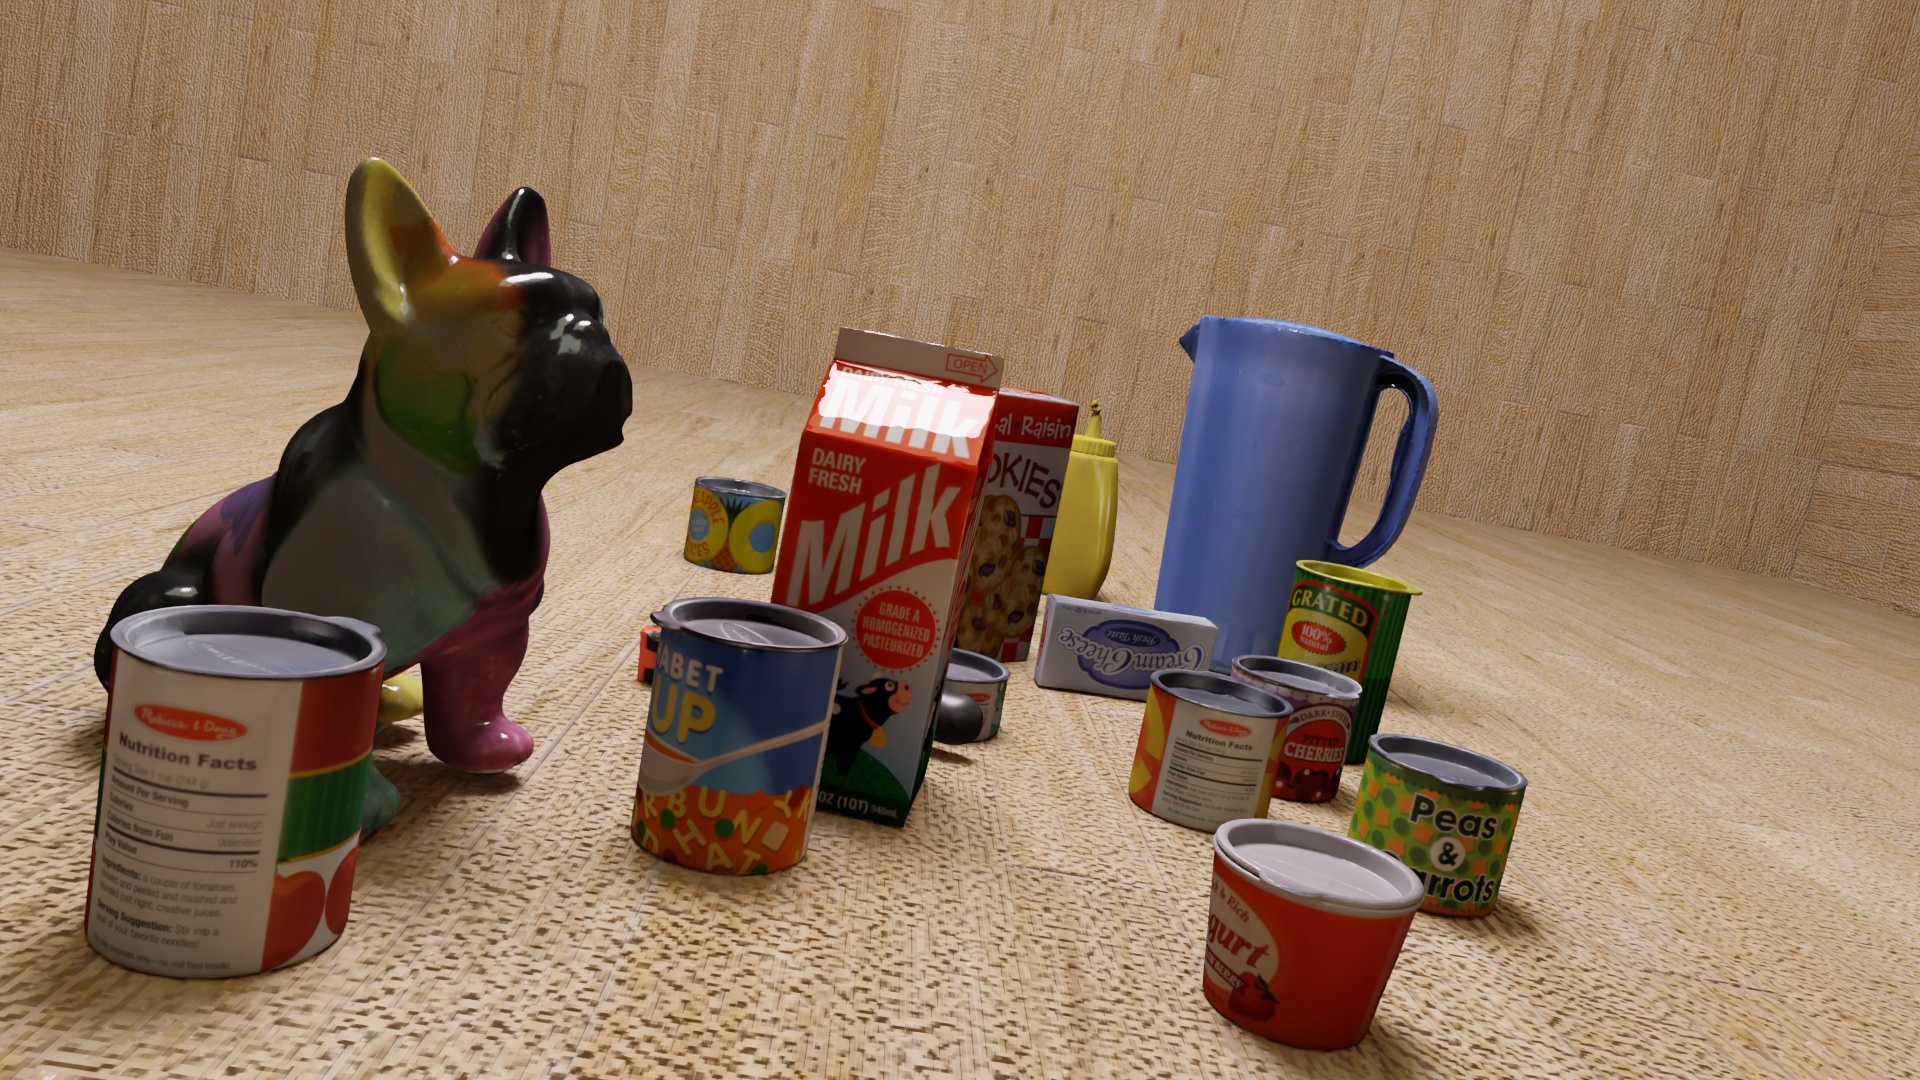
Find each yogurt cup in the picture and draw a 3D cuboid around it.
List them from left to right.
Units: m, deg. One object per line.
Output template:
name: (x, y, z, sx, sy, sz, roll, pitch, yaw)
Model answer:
yogurt cup: (0.112, 0.128, 0.455, 0.072, 0.054, 0.072, 11, 9, -1)

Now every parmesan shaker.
parmesan shaker: (0.217, 0.070, 0.794, 0.071, 0.103, 0.071, 11, 8, -2)

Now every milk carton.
milk carton: (-0.034, 0.011, 0.575, 0.072, 0.190, 0.073, 11, 8, 4)

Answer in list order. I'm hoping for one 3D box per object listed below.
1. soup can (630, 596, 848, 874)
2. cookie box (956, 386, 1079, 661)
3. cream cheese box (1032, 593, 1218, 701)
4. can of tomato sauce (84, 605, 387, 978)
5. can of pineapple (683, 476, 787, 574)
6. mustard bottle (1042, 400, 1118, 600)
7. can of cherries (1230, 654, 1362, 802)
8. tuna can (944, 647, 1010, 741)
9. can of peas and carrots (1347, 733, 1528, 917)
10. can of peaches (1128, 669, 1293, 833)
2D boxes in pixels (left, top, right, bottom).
soup can: (-0.083, 0.069, 0.501, 0.071, 0.083, 0.071, 11, 8, -2)
cookie box: (0.003, -0.010, 0.833, 0.040, 0.167, 0.123, 18, 11, 43)
cream cheese box: (0.098, 0.067, 0.831, 0.104, 0.053, 0.024, 9, 8, -11)
can of tomato sauce: (-0.197, 0.066, 0.382, 0.071, 0.083, 0.071, 11, 8, -2)
can of pineapple: (-0.163, -0.011, 0.994, 0.071, 0.057, 0.071, 11, 9, -1)
mustard bottle: (0.098, -0.033, 1.116, 0.065, 0.160, 0.049, 13, 8, 15)
can of cherries: (0.168, 0.096, 0.712, 0.071, 0.058, 0.071, 11, 9, -1)
tuna can: (-0.010, 0.076, 0.708, 0.071, 0.032, 0.071, 11, 9, -1)
can of peas and carrots: (0.202, 0.121, 0.594, 0.071, 0.058, 0.071, 11, 9, -1)
can of peaches: (0.116, 0.097, 0.646, 0.071, 0.058, 0.071, 11, 9, -1)
